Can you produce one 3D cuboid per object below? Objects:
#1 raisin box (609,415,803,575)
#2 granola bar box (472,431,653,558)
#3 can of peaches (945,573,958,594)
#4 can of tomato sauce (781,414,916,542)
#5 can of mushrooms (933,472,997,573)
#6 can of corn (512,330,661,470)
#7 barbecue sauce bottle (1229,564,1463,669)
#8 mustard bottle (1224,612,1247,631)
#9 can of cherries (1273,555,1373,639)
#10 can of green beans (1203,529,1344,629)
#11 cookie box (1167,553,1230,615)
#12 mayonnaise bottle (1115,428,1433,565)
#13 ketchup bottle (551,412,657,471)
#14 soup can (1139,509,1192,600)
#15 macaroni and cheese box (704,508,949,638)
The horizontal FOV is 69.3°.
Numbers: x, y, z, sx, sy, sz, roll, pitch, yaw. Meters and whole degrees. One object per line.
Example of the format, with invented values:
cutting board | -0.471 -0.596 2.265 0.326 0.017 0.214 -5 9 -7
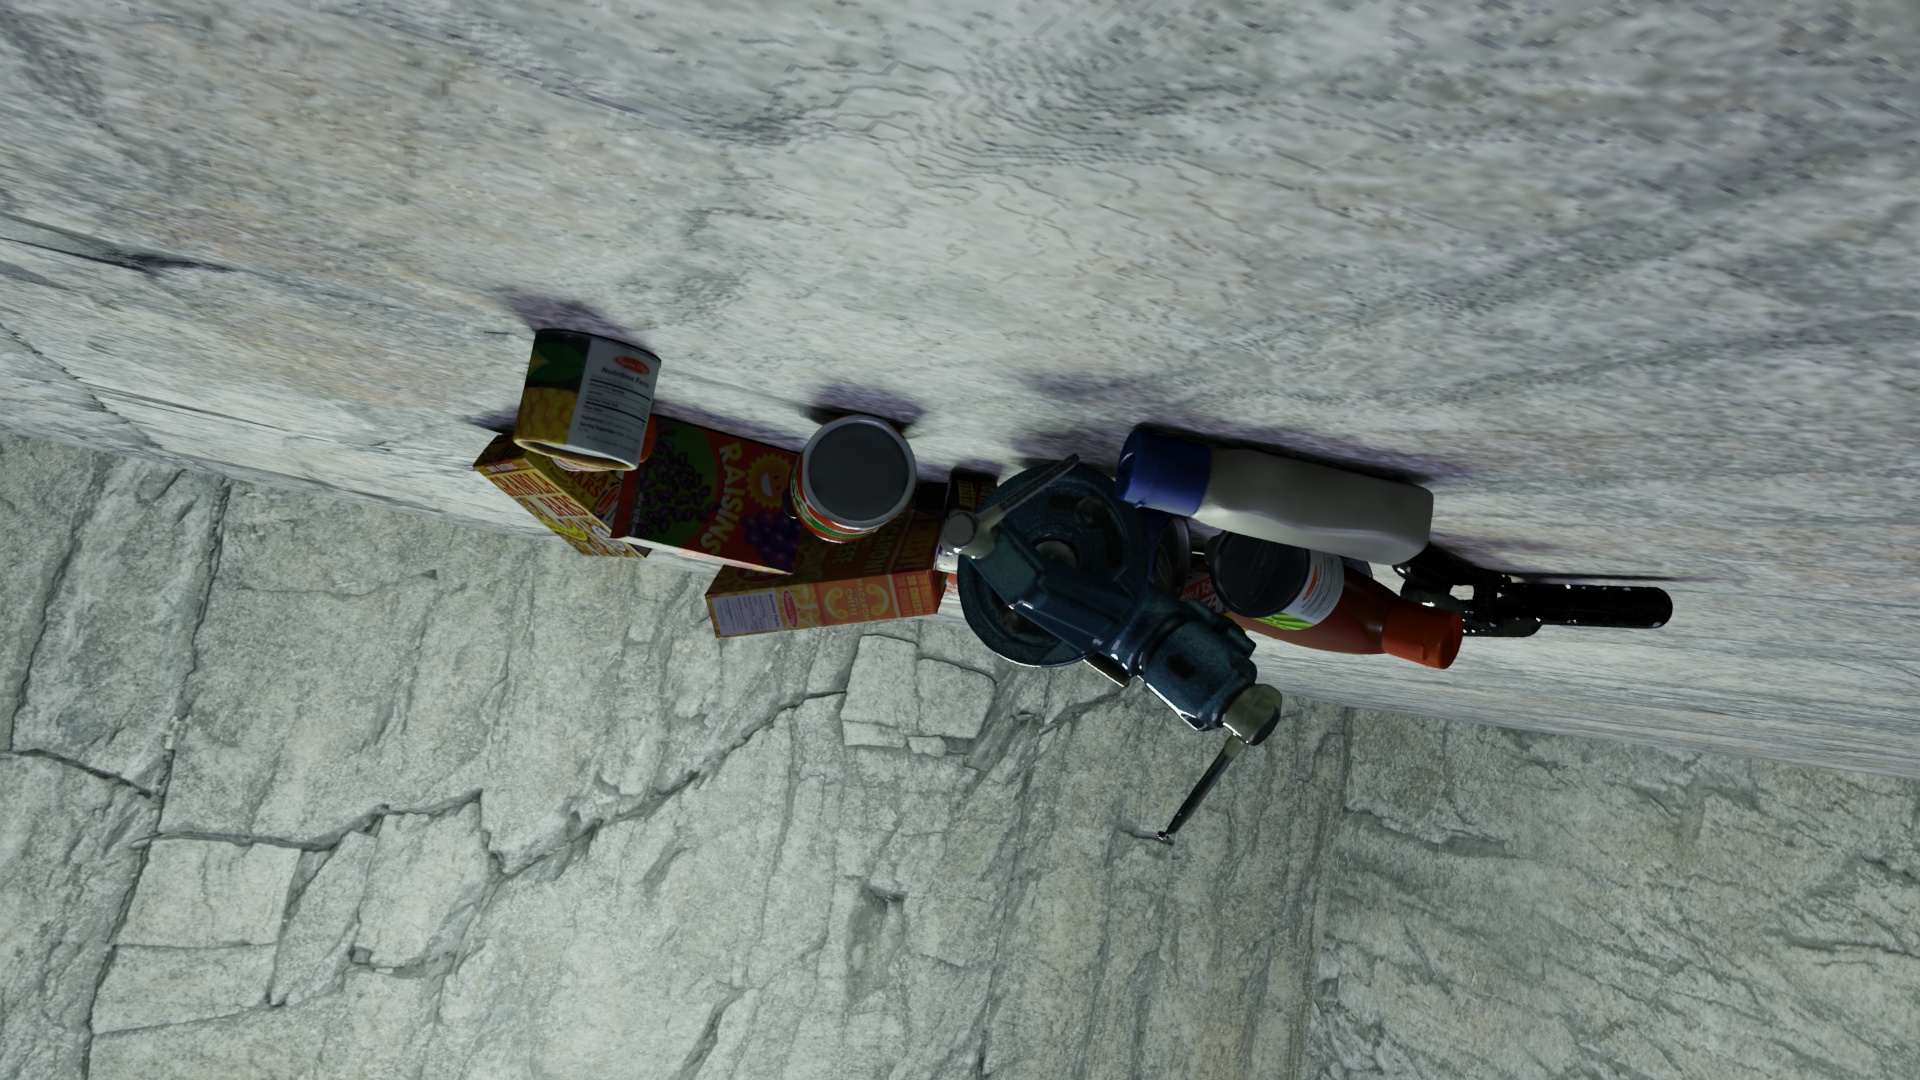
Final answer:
raisin box | -0.168 -0.029 0.953 0.123 0.086 0.040 14 171 -30
granola bar box | -0.317 -0.038 1.126 0.124 0.039 0.165 43 159 -25
can of peaches | 0.000 0.013 1.125 0.058 0.071 0.071 7 172 40
can of tomato sauce | -0.066 -0.035 0.809 0.071 0.071 0.083 12 173 -10
can of mushrooms | 0.003 -0.012 0.924 0.033 0.071 0.071 11 174 -1
can of corn | -0.197 -0.072 0.729 0.071 0.058 0.071 10 173 1
barbecue sauce bottle | 0.246 0.045 0.896 0.148 0.064 0.044 18 -142 39
mustard bottle | 0.179 0.047 1.236 0.160 0.049 0.065 11 173 0
can of cherries | 0.247 0.038 0.970 0.058 0.071 0.071 6 172 42
can of green beans | 0.197 0.020 0.865 0.071 0.071 0.058 6 172 37
cookie box | 0.129 0.037 1.045 0.123 0.040 0.168 8 -169 28
mayonnaise bottle | 0.152 -0.022 0.685 0.148 0.041 0.064 13 172 -8
ketchup bottle | -0.244 -0.069 0.914 0.065 0.043 0.148 17 172 -22
soup can | 0.104 0.012 0.933 0.084 0.071 0.071 7 173 29
macaroni and cheese box | -0.092 0.021 1.037 0.166 0.040 0.124 -6 -156 10
